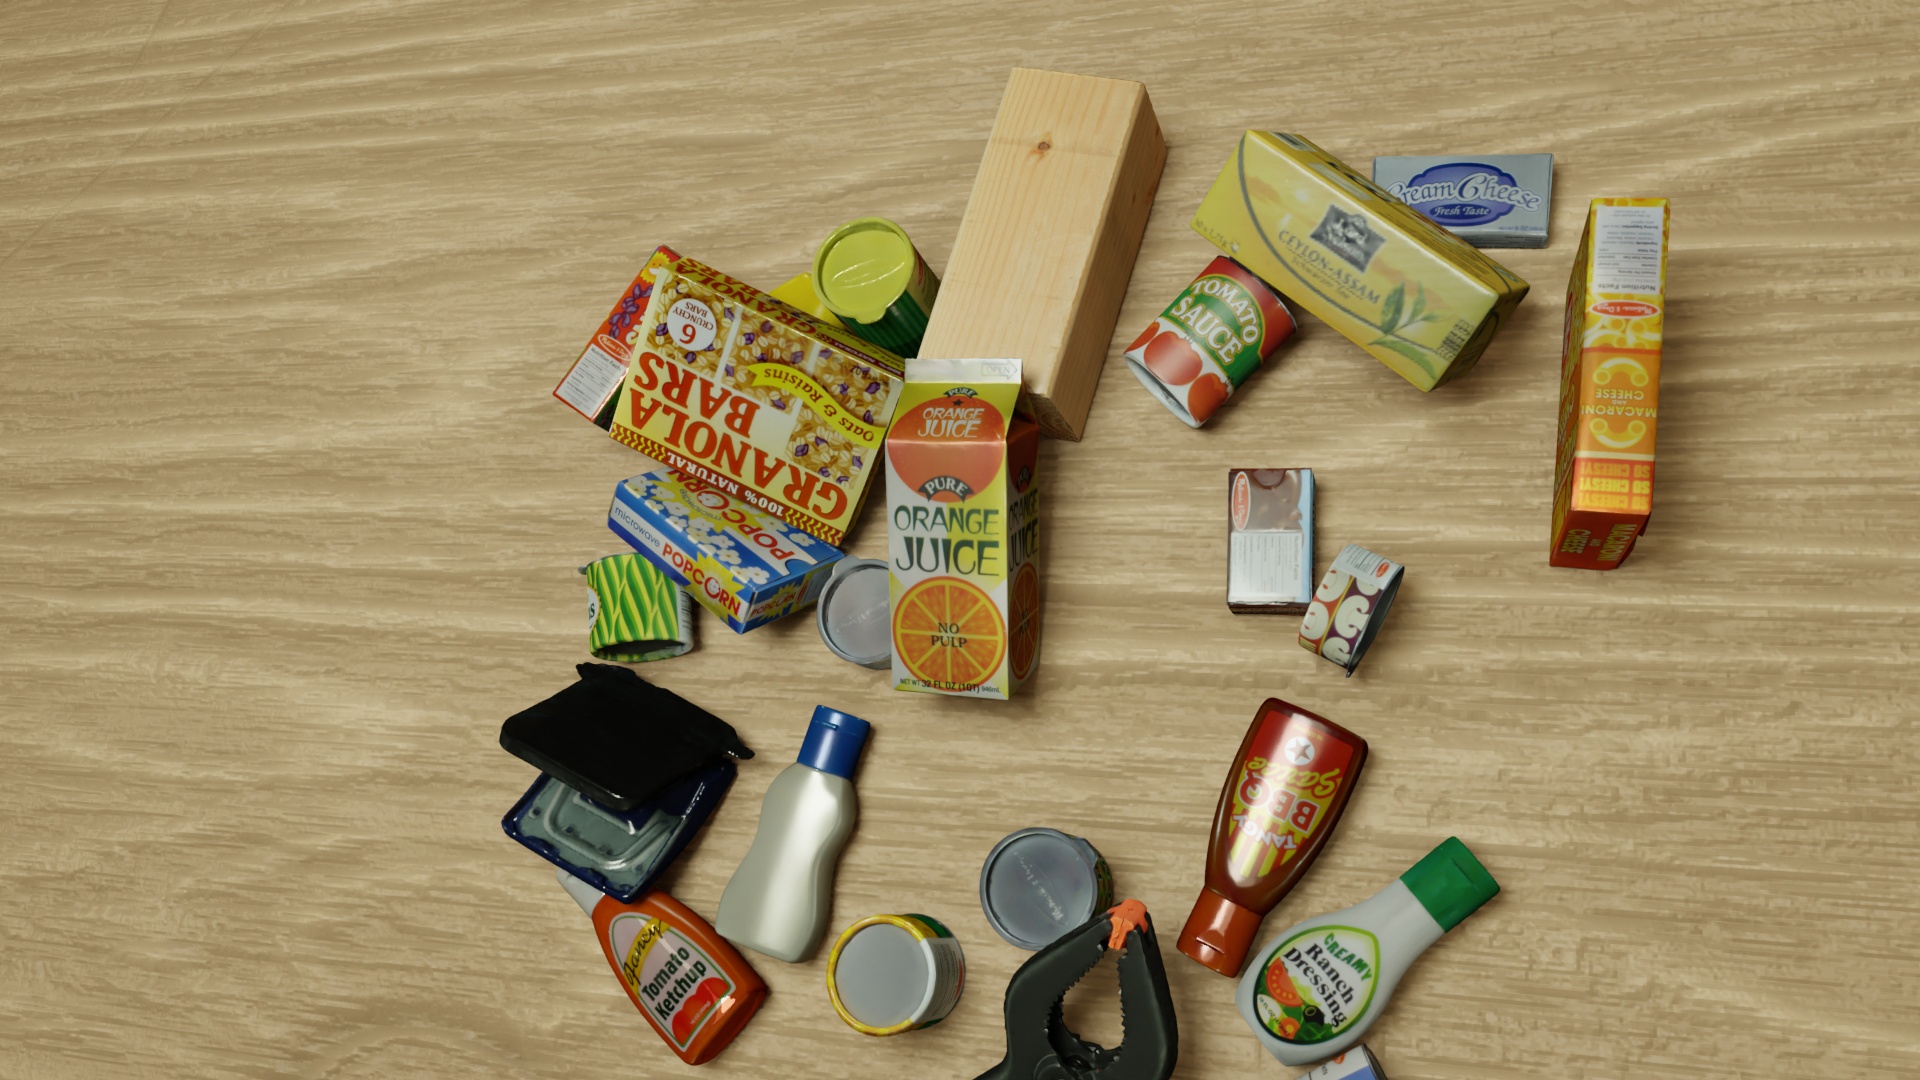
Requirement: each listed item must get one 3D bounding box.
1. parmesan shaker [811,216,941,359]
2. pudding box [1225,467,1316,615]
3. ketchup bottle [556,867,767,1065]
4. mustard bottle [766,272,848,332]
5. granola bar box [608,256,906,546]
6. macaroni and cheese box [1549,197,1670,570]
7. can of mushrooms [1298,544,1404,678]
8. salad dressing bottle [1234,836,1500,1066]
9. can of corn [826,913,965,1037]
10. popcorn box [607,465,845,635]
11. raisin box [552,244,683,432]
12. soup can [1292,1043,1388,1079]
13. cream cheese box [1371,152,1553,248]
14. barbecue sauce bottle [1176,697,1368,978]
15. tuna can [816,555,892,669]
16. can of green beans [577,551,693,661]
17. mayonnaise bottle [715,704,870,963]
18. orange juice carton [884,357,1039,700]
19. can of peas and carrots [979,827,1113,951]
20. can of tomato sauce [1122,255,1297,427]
[{"bbox_3d":[-0.045,-0.150,0.884,0.071,0.103,0.071,-5,74,16],"label":"parmesan shaker"},{"bbox_3d":[0.183,0.000,0.814,0.049,0.030,0.084,-1,75,18],"label":"pudding box"},{"bbox_3d":[-0.188,0.245,0.850,0.149,0.043,0.065,39,89,23],"label":"ketchup bottle"},{"bbox_3d":[-0.114,-0.137,0.930,0.160,0.048,0.065,-42,72,2],"label":"mustard bottle"},{"bbox_3d":[-0.125,-0.087,0.872,0.165,0.039,0.123,26,116,4],"label":"granola bar box"},{"bbox_3d":[0.343,-0.079,0.738,0.040,0.123,0.167,5,77,19],"label":"macaroni and cheese box"},{"bbox_3d":[0.217,0.039,0.775,0.033,0.071,0.071,27,85,21],"label":"can of mushrooms"},{"bbox_3d":[0.216,0.216,0.737,0.147,0.044,0.064,-39,63,3],"label":"salad dressing bottle"},{"bbox_3d":[-0.039,0.248,0.796,0.071,0.058,0.071,-4,74,15],"label":"can of corn"},{"bbox_3d":[-0.149,0.000,0.881,0.127,0.085,0.038,36,121,22],"label":"popcorn box"},{"bbox_3d":[-0.207,-0.127,0.935,0.040,0.086,0.123,35,87,16],"label":"raisin box"},{"bbox_3d":[0.187,0.309,0.707,0.084,0.071,0.071,-30,69,8],"label":"soup can"},{"bbox_3d":[0.301,-0.204,0.838,0.104,0.024,0.053,4,76,18],"label":"cream cheese box"},{"bbox_3d":[0.167,0.165,0.766,0.065,0.043,0.148,25,84,20],"label":"barbecue sauce bottle"},{"bbox_3d":[-0.055,0.045,0.871,0.071,0.033,0.071,-4,74,15],"label":"tuna can"},{"bbox_3d":[-0.207,0.044,0.899,0.071,0.071,0.058,-11,73,14],"label":"can of green beans"},{"bbox_3d":[-0.095,0.175,0.843,0.065,0.041,0.148,16,79,18],"label":"mayonnaise bottle"},{"bbox_3d":[0.003,-0.010,0.807,0.072,0.073,0.192,3,103,18],"label":"orange juice carton"},{"bbox_3d":[0.051,0.195,0.784,0.071,0.058,0.071,-4,74,15],"label":"can of peas and carrots"},{"bbox_3d":[0.149,-0.120,0.836,0.083,0.071,0.071,-45,68,2],"label":"can of tomato sauce"}]
